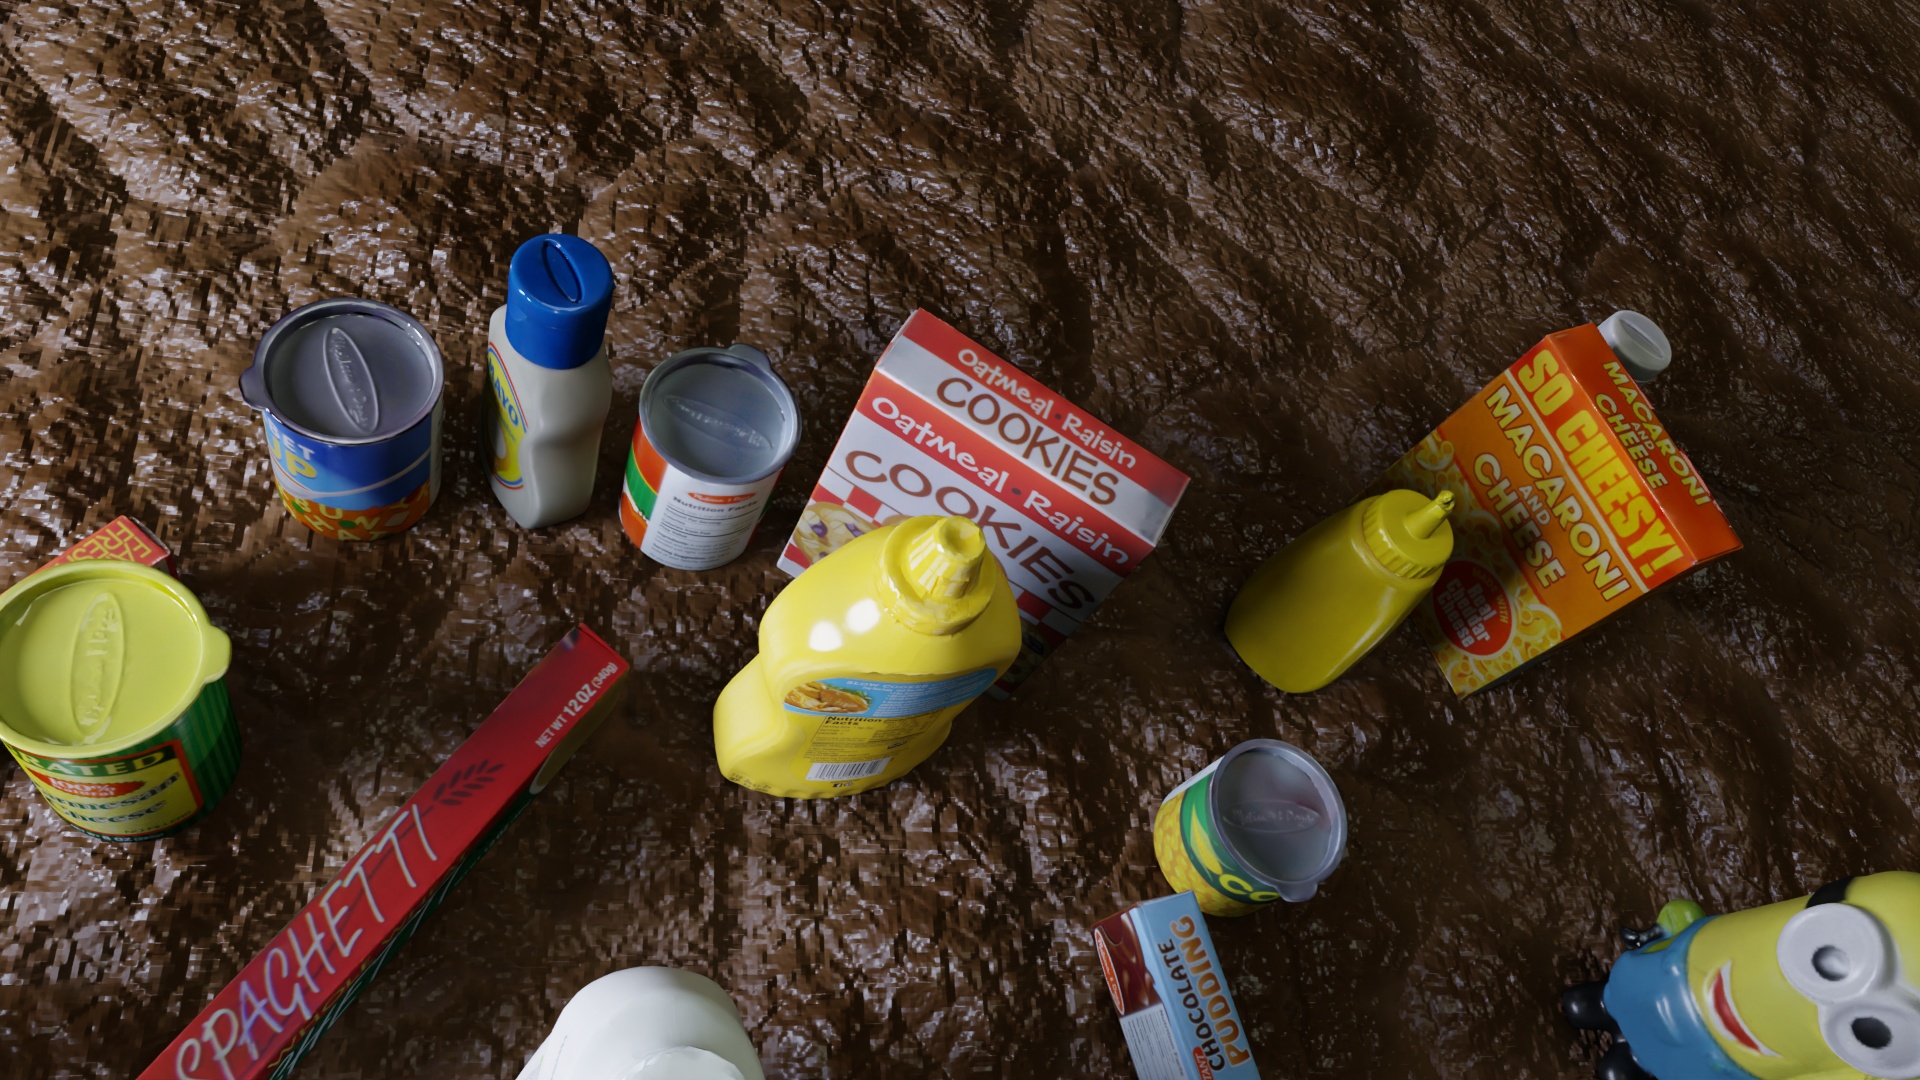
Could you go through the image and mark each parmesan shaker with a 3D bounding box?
[{"bbox_3d":[-0.281,0.058,0.471,0.071,0.102,0.071,9,60,-17],"label":"parmesan shaker"}]

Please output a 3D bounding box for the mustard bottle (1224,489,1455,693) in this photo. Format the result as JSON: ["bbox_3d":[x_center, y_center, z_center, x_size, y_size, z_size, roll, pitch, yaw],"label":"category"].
[{"bbox_3d":[0.182,0.017,0.640,0.065,0.159,0.049,46,57,6],"label":"mustard bottle"}]

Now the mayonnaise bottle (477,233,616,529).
[{"bbox_3d":[-0.166,-0.063,0.556,0.041,0.147,0.065,-20,72,-29],"label":"mayonnaise bottle"}]

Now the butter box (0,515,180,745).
[{"bbox_3d":[-0.329,0.039,0.493,0.024,0.053,0.104,41,56,3],"label":"butter box"}]

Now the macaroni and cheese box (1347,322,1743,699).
[{"bbox_3d":[0.280,-0.010,0.689,0.040,0.165,0.124,-15,69,-27],"label":"macaroni and cheese box"}]

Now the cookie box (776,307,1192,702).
[{"bbox_3d":[0.002,-0.007,0.579,0.123,0.166,0.040,32,56,-3],"label":"cookie box"}]

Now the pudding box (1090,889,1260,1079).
[{"bbox_3d":[0.088,0.192,0.573,0.030,0.049,0.084,-8,66,-25],"label":"pudding box"}]

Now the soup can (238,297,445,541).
[{"bbox_3d":[-0.244,-0.046,0.554,0.071,0.083,0.071,9,60,-16],"label":"soup can"}]

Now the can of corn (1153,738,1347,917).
[{"bbox_3d":[0.128,0.131,0.617,0.071,0.058,0.071,9,60,-16],"label":"can of corn"}]

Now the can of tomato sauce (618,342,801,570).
[{"bbox_3d":[-0.110,-0.035,0.601,0.071,0.082,0.071,9,60,-16],"label":"can of tomato sauce"}]

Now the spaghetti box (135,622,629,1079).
[{"bbox_3d":[-0.209,0.132,0.490,0.029,0.050,0.251,37,56,1],"label":"spaghetti box"}]

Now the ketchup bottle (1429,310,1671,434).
[{"bbox_3d":[0.310,-0.065,0.741,0.065,0.148,0.044,43,57,5],"label":"ketchup bottle"}]
